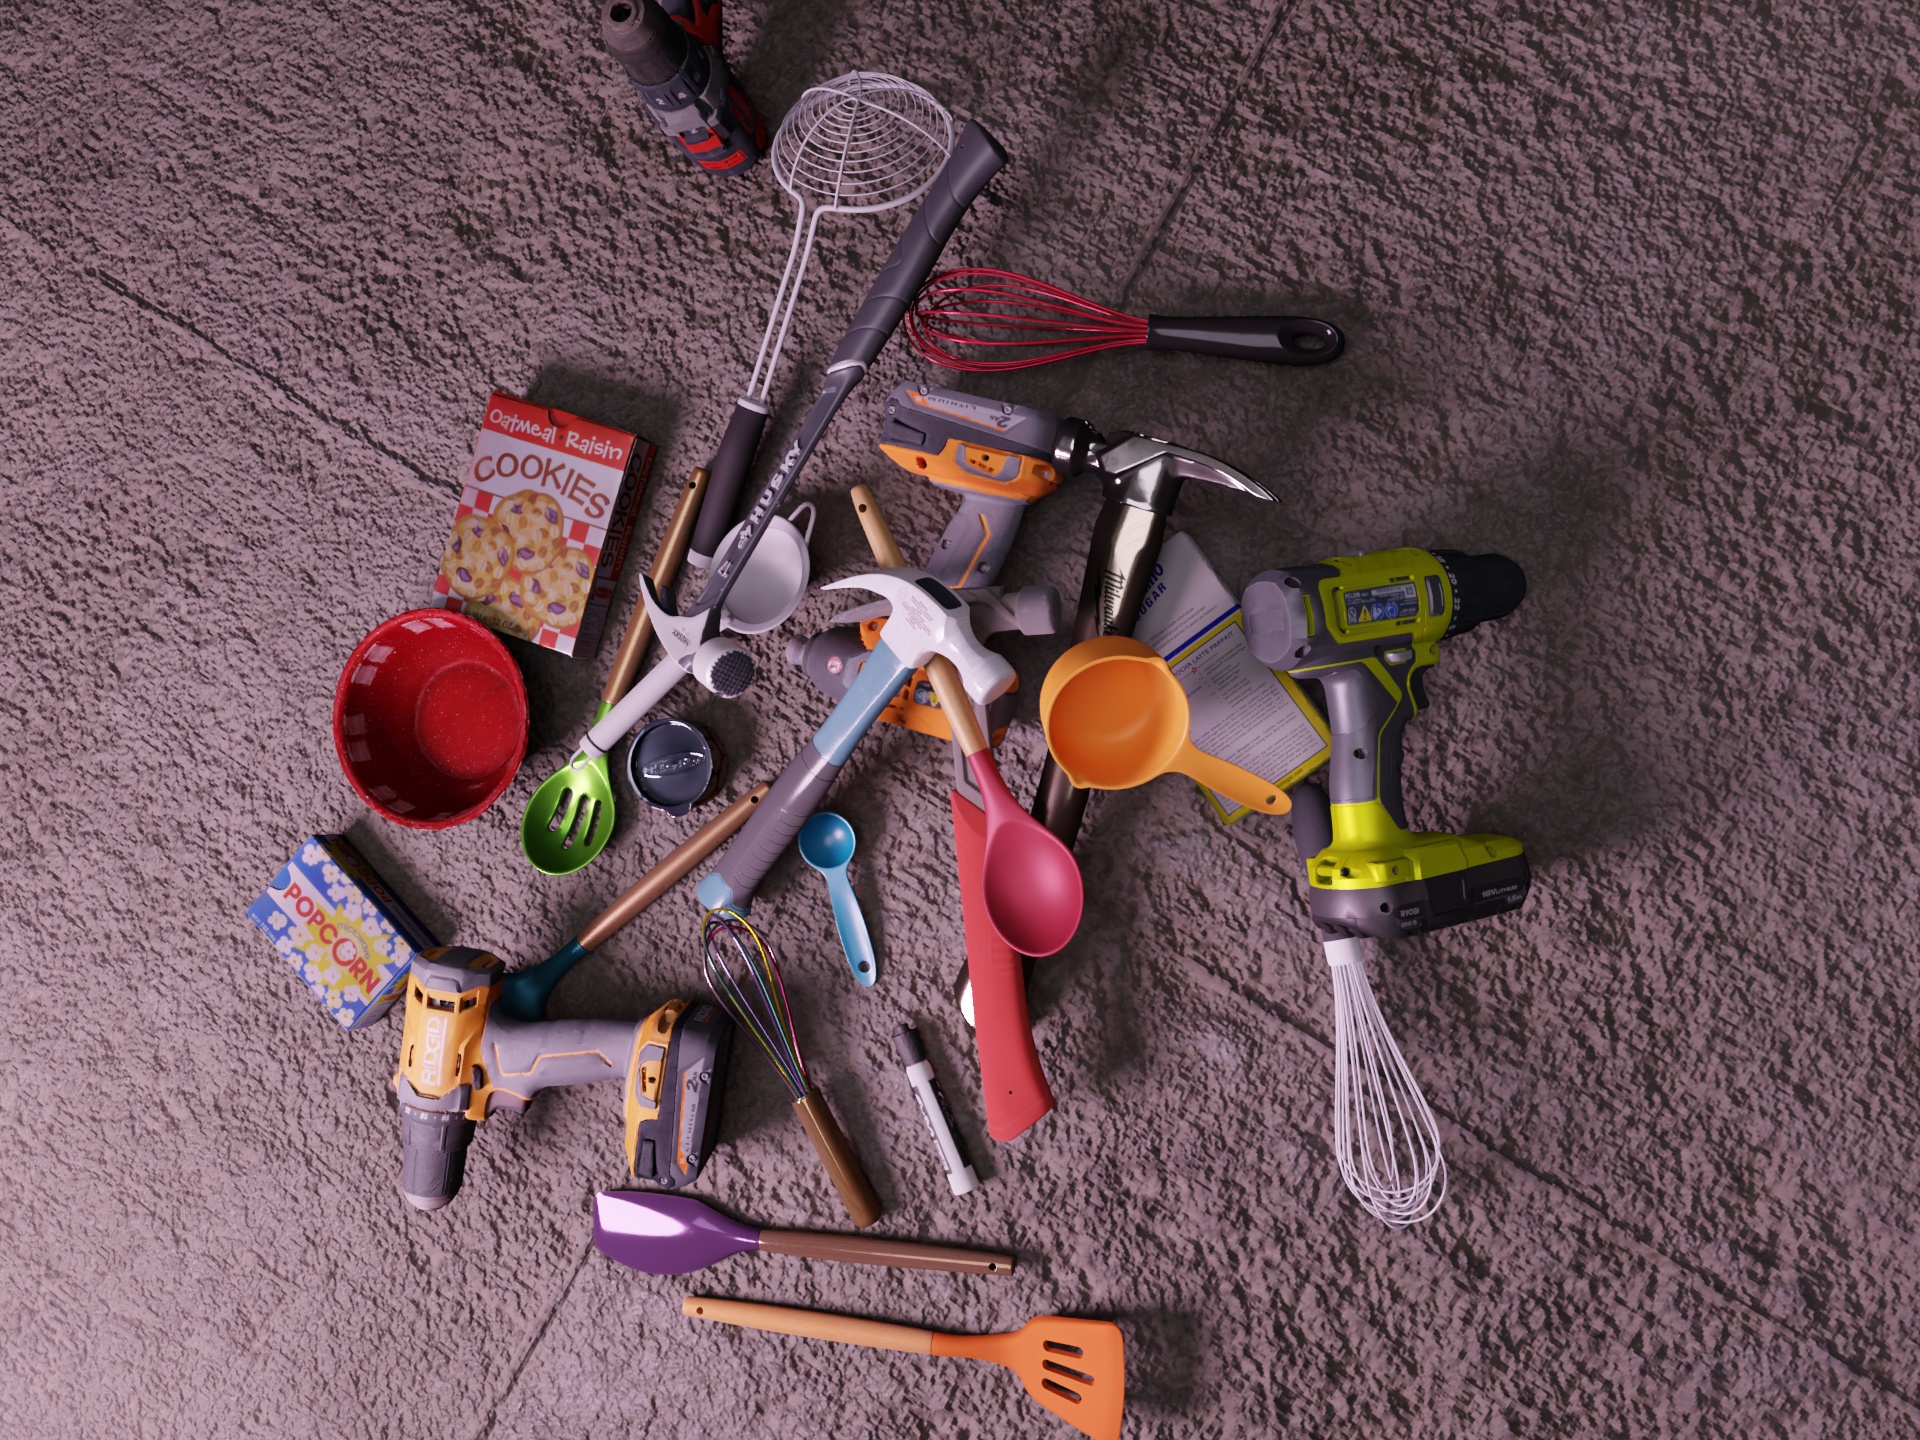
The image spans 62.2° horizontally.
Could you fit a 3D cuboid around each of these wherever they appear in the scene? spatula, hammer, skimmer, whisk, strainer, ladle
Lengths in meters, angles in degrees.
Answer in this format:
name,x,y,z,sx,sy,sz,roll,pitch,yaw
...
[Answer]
name,x,y,z,sx,sy,sz,roll,pitch,yaw
spatula,-0.116,0.371,1.121,0.316,0.018,0.060,0,92,15
hammer,0.007,0.094,1.033,0.149,0.036,0.359,-4,95,18
hammer,-0.091,0.029,1.036,0.128,0.033,0.331,51,129,16
spatula,-0.044,0.426,1.091,0.322,0.041,0.081,3,90,15
hammer,0.082,0.021,1.036,0.146,0.038,0.410,19,103,19
skimmer,-0.112,-0.279,1.127,0.127,0.090,0.363,26,105,18
whisk,0.252,0.179,1.015,0.070,0.070,0.285,-13,82,13
whisk,0.106,-0.261,1.060,0.296,0.073,0.073,6,91,8
whisk,-0.116,0.240,1.103,0.047,0.051,0.245,-27,90,8
strainer,-0.185,-0.054,1.124,0.258,0.050,0.087,-43,62,6
hammer,-0.087,-0.216,1.059,0.149,0.036,0.409,35,95,50
ladle,-0.002,-0.003,0.993,0.069,0.031,0.315,-25,86,22
spatula,-0.255,0.149,1.147,0.317,0.044,0.082,-40,95,9

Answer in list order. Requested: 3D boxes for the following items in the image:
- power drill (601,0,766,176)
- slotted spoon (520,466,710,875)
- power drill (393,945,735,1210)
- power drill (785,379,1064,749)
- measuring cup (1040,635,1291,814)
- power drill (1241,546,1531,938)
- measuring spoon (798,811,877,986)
name,x,y,z,sx,sy,sz,roll,pitch,yaw
power drill,-0.196,-0.504,1.074,0.080,0.187,0.227,-9,83,13
slotted spoon,-0.242,-0.036,1.157,0.070,0.031,0.314,22,92,13
power drill,-0.284,0.266,1.113,0.226,0.084,0.185,10,97,2
power drill,-0.024,-0.107,1.077,0.164,0.084,0.226,15,97,14
measuring cup,0.128,0.010,0.980,0.173,0.052,0.095,26,109,-18
power drill,0.278,0.006,0.976,0.190,0.080,0.228,-9,91,-23
measuring spoon,-0.080,0.125,1.121,0.042,0.021,0.128,-15,95,13
